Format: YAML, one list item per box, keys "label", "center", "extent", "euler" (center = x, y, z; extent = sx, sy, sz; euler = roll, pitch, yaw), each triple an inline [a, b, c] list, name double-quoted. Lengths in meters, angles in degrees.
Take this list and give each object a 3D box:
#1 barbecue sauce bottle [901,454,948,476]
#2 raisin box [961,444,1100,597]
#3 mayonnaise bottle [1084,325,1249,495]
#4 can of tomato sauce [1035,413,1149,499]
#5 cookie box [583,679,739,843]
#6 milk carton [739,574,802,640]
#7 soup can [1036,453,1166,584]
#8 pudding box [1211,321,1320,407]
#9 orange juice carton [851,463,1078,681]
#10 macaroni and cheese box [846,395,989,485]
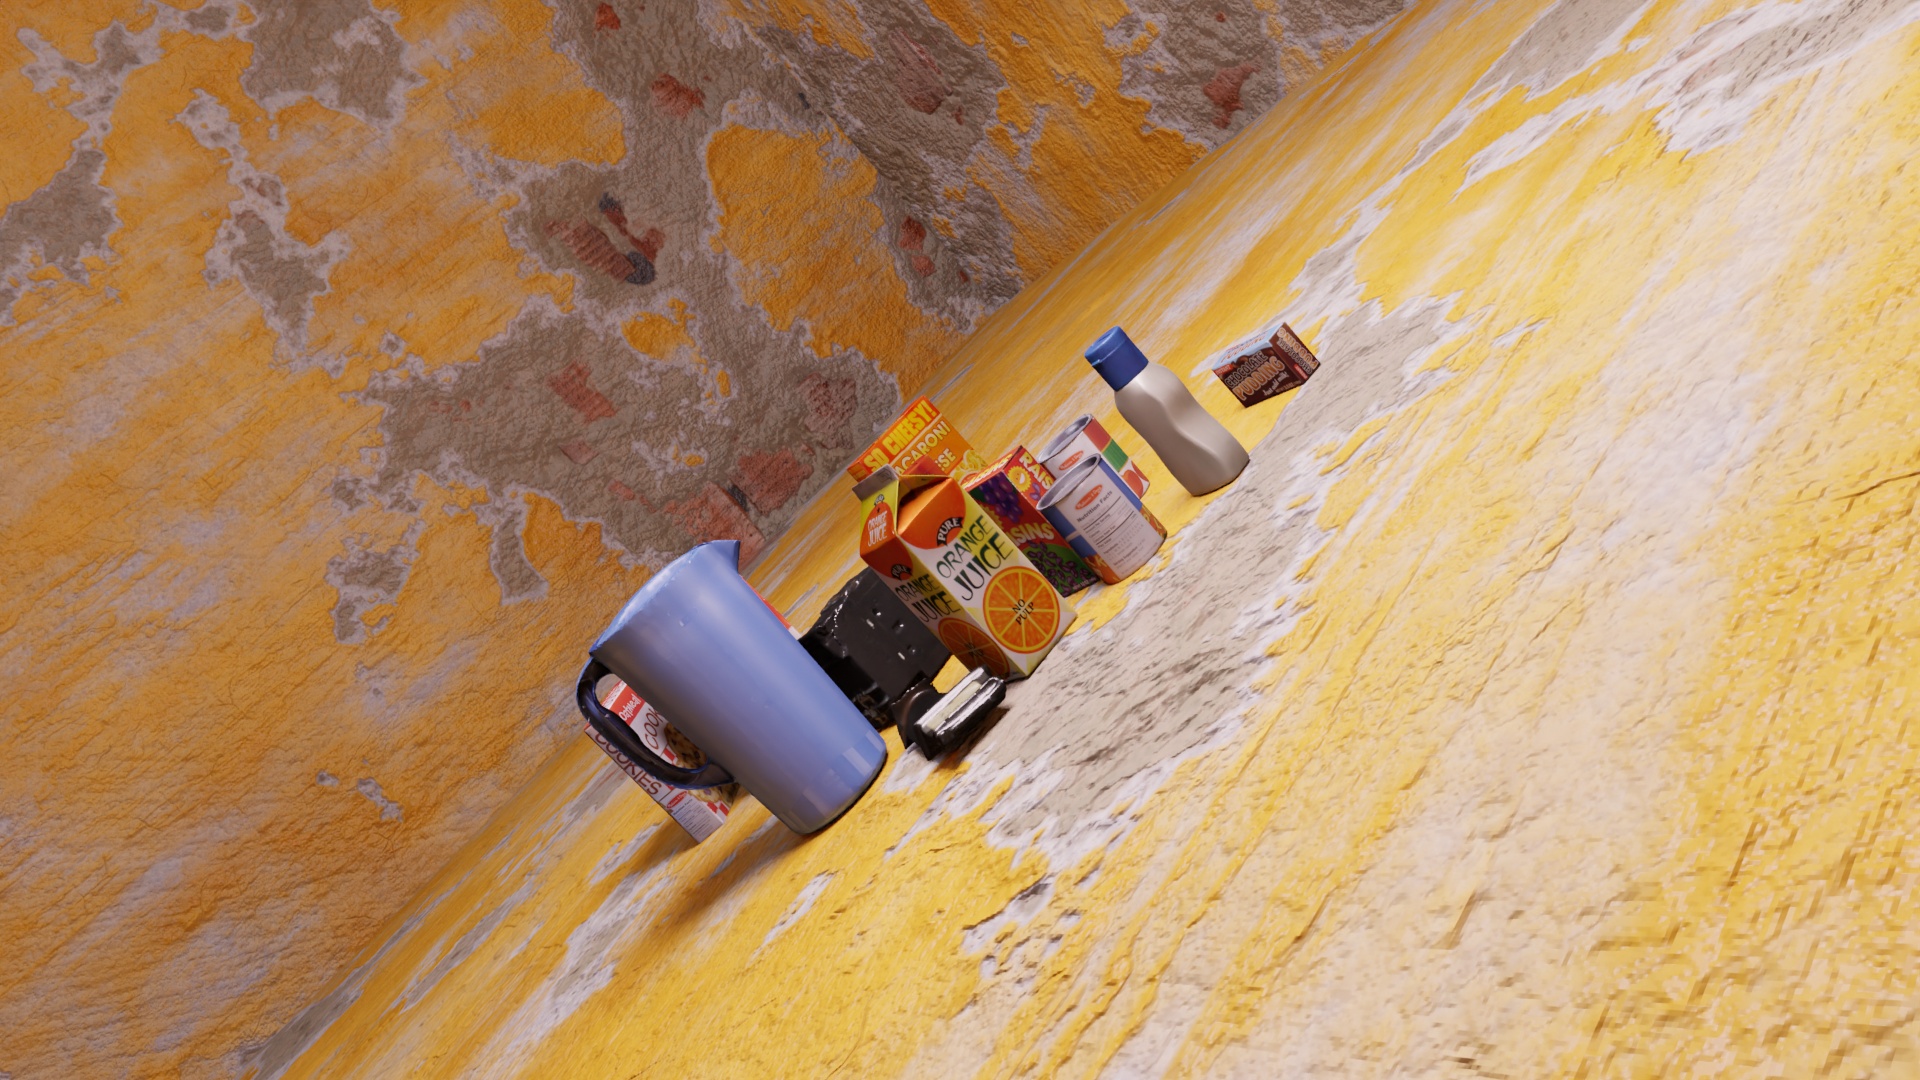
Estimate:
- label: "barbecue sauce bottle"
  center: [0.005, -0.016, 1.312]
  extent: [0.044, 0.148, 0.065]
  euler: [-45, 10, -13]
- label: "raisin box"
  center: [0.059, -0.010, 1.155]
  extent: [0.086, 0.123, 0.040]
  euler: [-30, 16, 51]
- label: "mayonnaise bottle"
  center: [0.159, -0.103, 1.091]
  extent: [0.041, 0.148, 0.064]
  euler: [-48, 11, -27]
- label: "can of tomato sauce"
  center: [0.120, -0.063, 1.254]
  extent: [0.071, 0.083, 0.071]
  euler: [-41, 10, 9]
- label: "cookie box"
  center: [-0.307, 0.222, 1.450]
  extent: [0.040, 0.167, 0.123]
  euler: [-41, 10, 11]
- label: "milk carton"
  center: [-0.182, 0.116, 1.349]
  extent: [0.072, 0.190, 0.073]
  euler: [-44, 10, -9]
- label: "soup can"
  center: [0.111, -0.017, 1.099]
  extent: [0.071, 0.083, 0.071]
  euler: [-41, 10, 9]
- label: "pudding box"
  center: [0.259, -0.149, 1.182]
  extent: [0.030, 0.049, 0.083]
  euler: [-47, 11, -25]
- label: "orange juice carton"
  center: [-0.007, 0.020, 1.085]
  extent: [0.073, 0.192, 0.071]
  euler: [-48, 11, -29]
- label: "macaroni and cheese box"
  center: [-0.031, -0.062, 1.580]
  extent: [0.124, 0.166, 0.040]
  euler: [-48, 11, -28]
